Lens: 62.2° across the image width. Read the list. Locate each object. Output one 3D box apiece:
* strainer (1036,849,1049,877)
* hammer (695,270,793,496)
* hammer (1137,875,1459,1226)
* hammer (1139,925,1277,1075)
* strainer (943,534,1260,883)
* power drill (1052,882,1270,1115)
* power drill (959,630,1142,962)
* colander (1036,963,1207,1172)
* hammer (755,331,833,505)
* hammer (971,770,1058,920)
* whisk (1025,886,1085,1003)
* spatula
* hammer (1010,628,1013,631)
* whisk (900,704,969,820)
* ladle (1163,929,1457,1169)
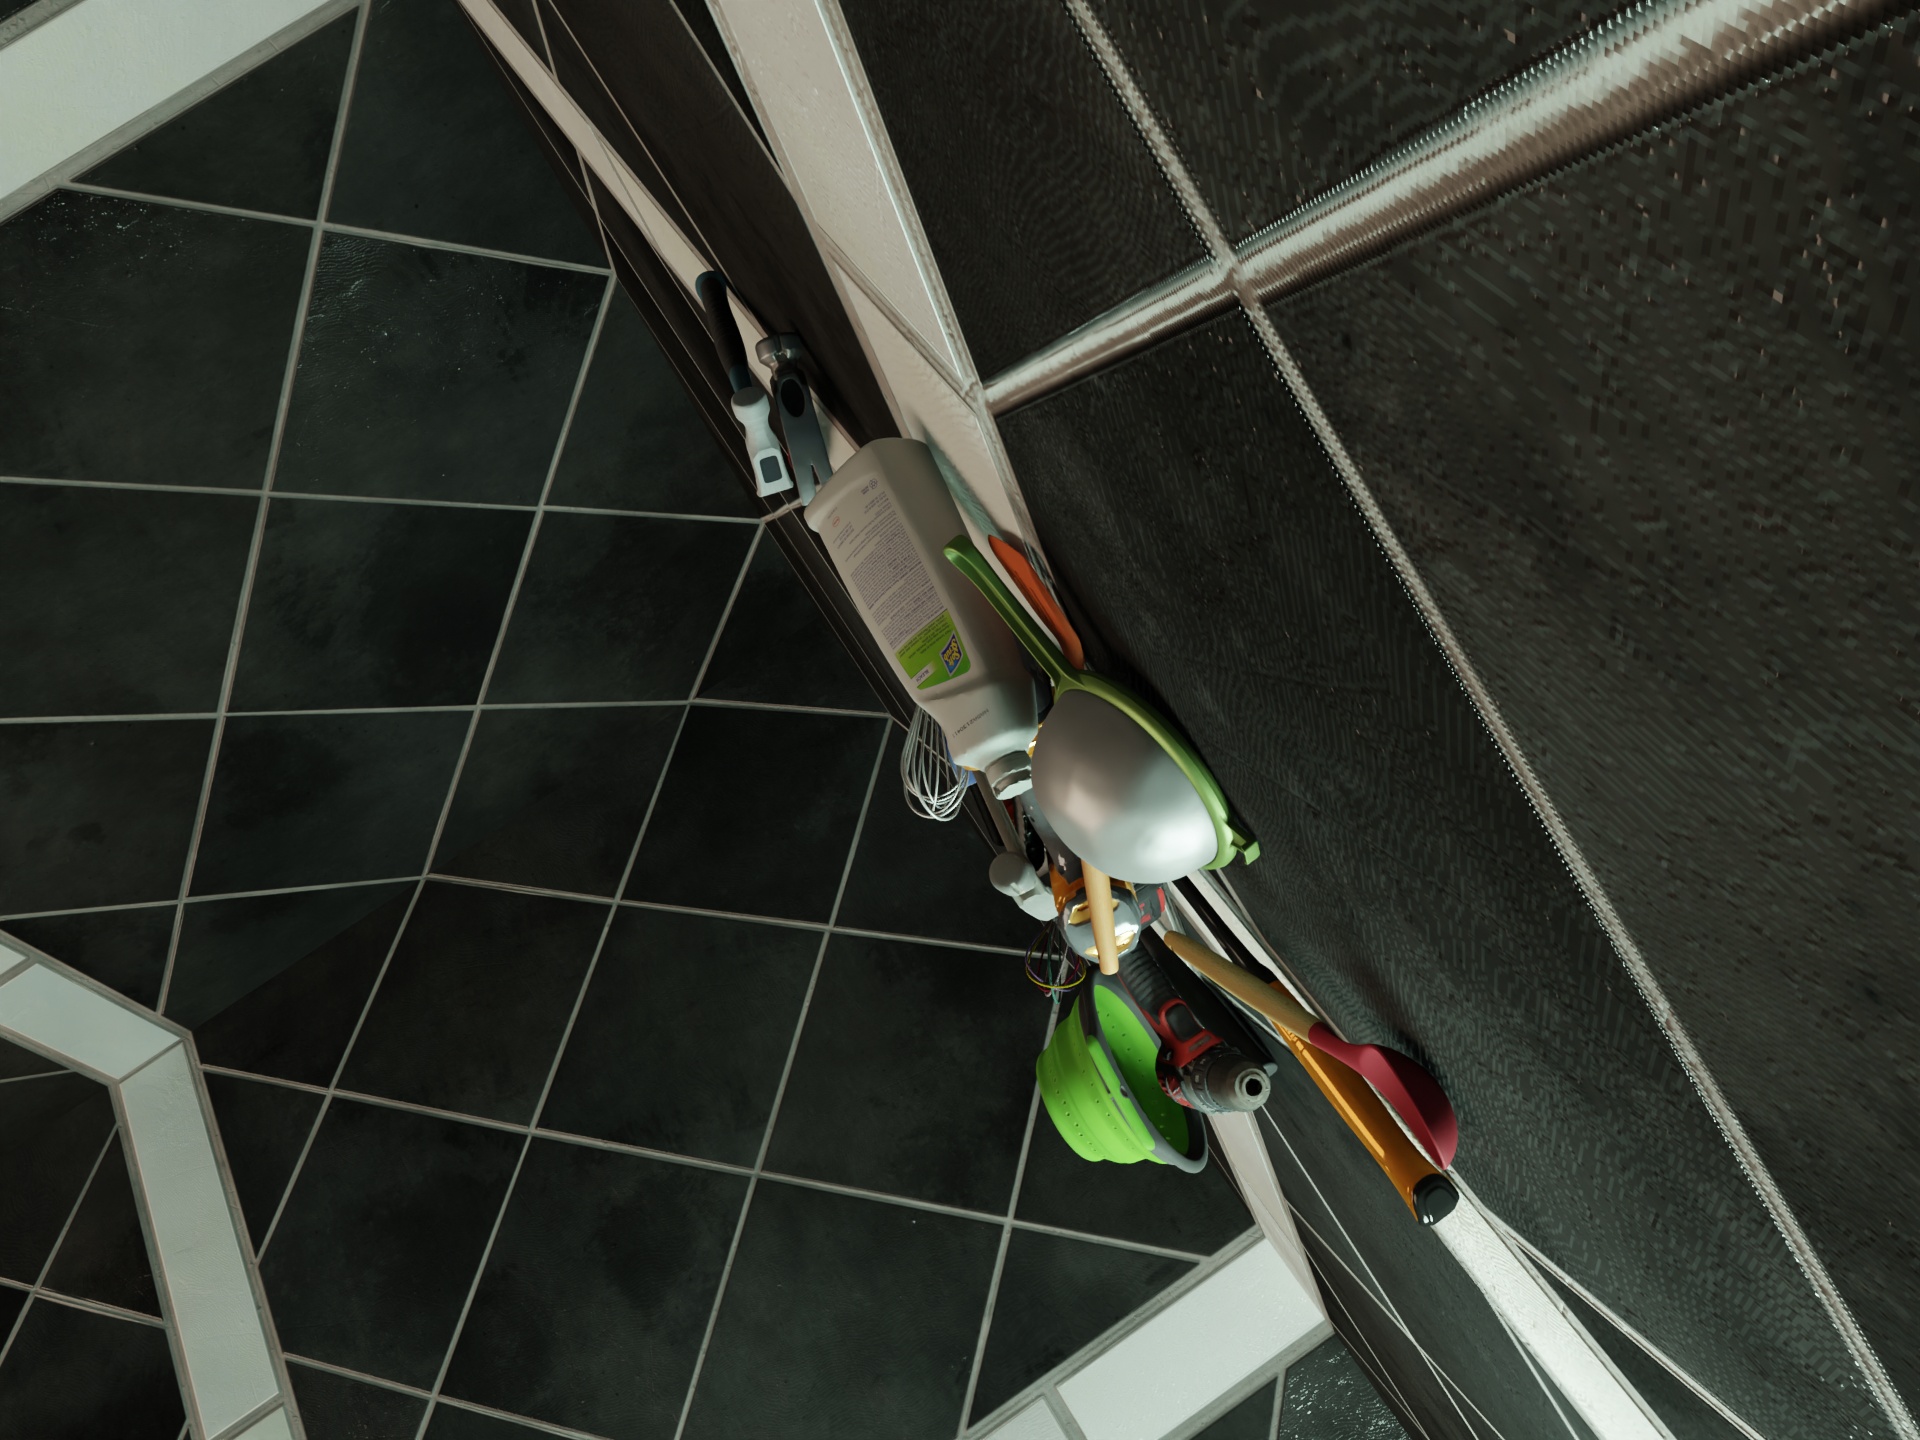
[{"bbox_3d":[0.095,0.123,1.514,0.087,0.050,0.258,26,161,-4],"label":"strainer"},{"bbox_3d":[-0.203,-0.321,1.451,0.331,0.033,0.128,-112,6,-45],"label":"hammer"},{"bbox_3d":[0.217,0.196,1.084,0.337,0.034,0.127,53,174,30],"label":"hammer"},{"bbox_3d":[0.195,0.224,1.510,0.335,0.035,0.146,51,174,49],"label":"hammer"},{"bbox_3d":[0.058,0.007,0.950,0.256,0.069,0.151,51,164,-7],"label":"strainer"},{"bbox_3d":[0.175,0.232,1.345,0.227,0.080,0.188,60,168,2],"label":"power drill"},{"bbox_3d":[0.064,0.047,1.189,0.226,0.084,0.185,62,-171,-21],"label":"power drill"},{"bbox_3d":[0.160,0.333,1.529,0.204,0.094,0.397,61,-164,9],"label":"colander"},{"bbox_3d":[-0.148,-0.257,1.509,0.386,0.038,0.143,-158,53,-86],"label":"hammer"},{"bbox_3d":[-0.002,-0.004,1.312,0.359,0.036,0.149,65,-169,23],"label":"hammer"},{"bbox_3d":[0.096,0.196,1.504,0.051,0.047,0.245,64,-166,-14],"label":"whisk"},{"bbox_3d":[0.071,0.030,1.064,0.081,0.041,0.322,-134,32,-66],"label":"spatula"},{"bbox_3d":[-0.001,-0.081,1.424,0.149,0.036,0.409,57,175,-4],"label":"hammer"},{"bbox_3d":[-0.020,-0.037,1.237,0.059,0.058,0.247,28,-128,-45],"label":"whisk"},{"bbox_3d":[0.203,0.183,0.969,0.069,0.031,0.316,63,167,-20],"label":"ladle"}]
